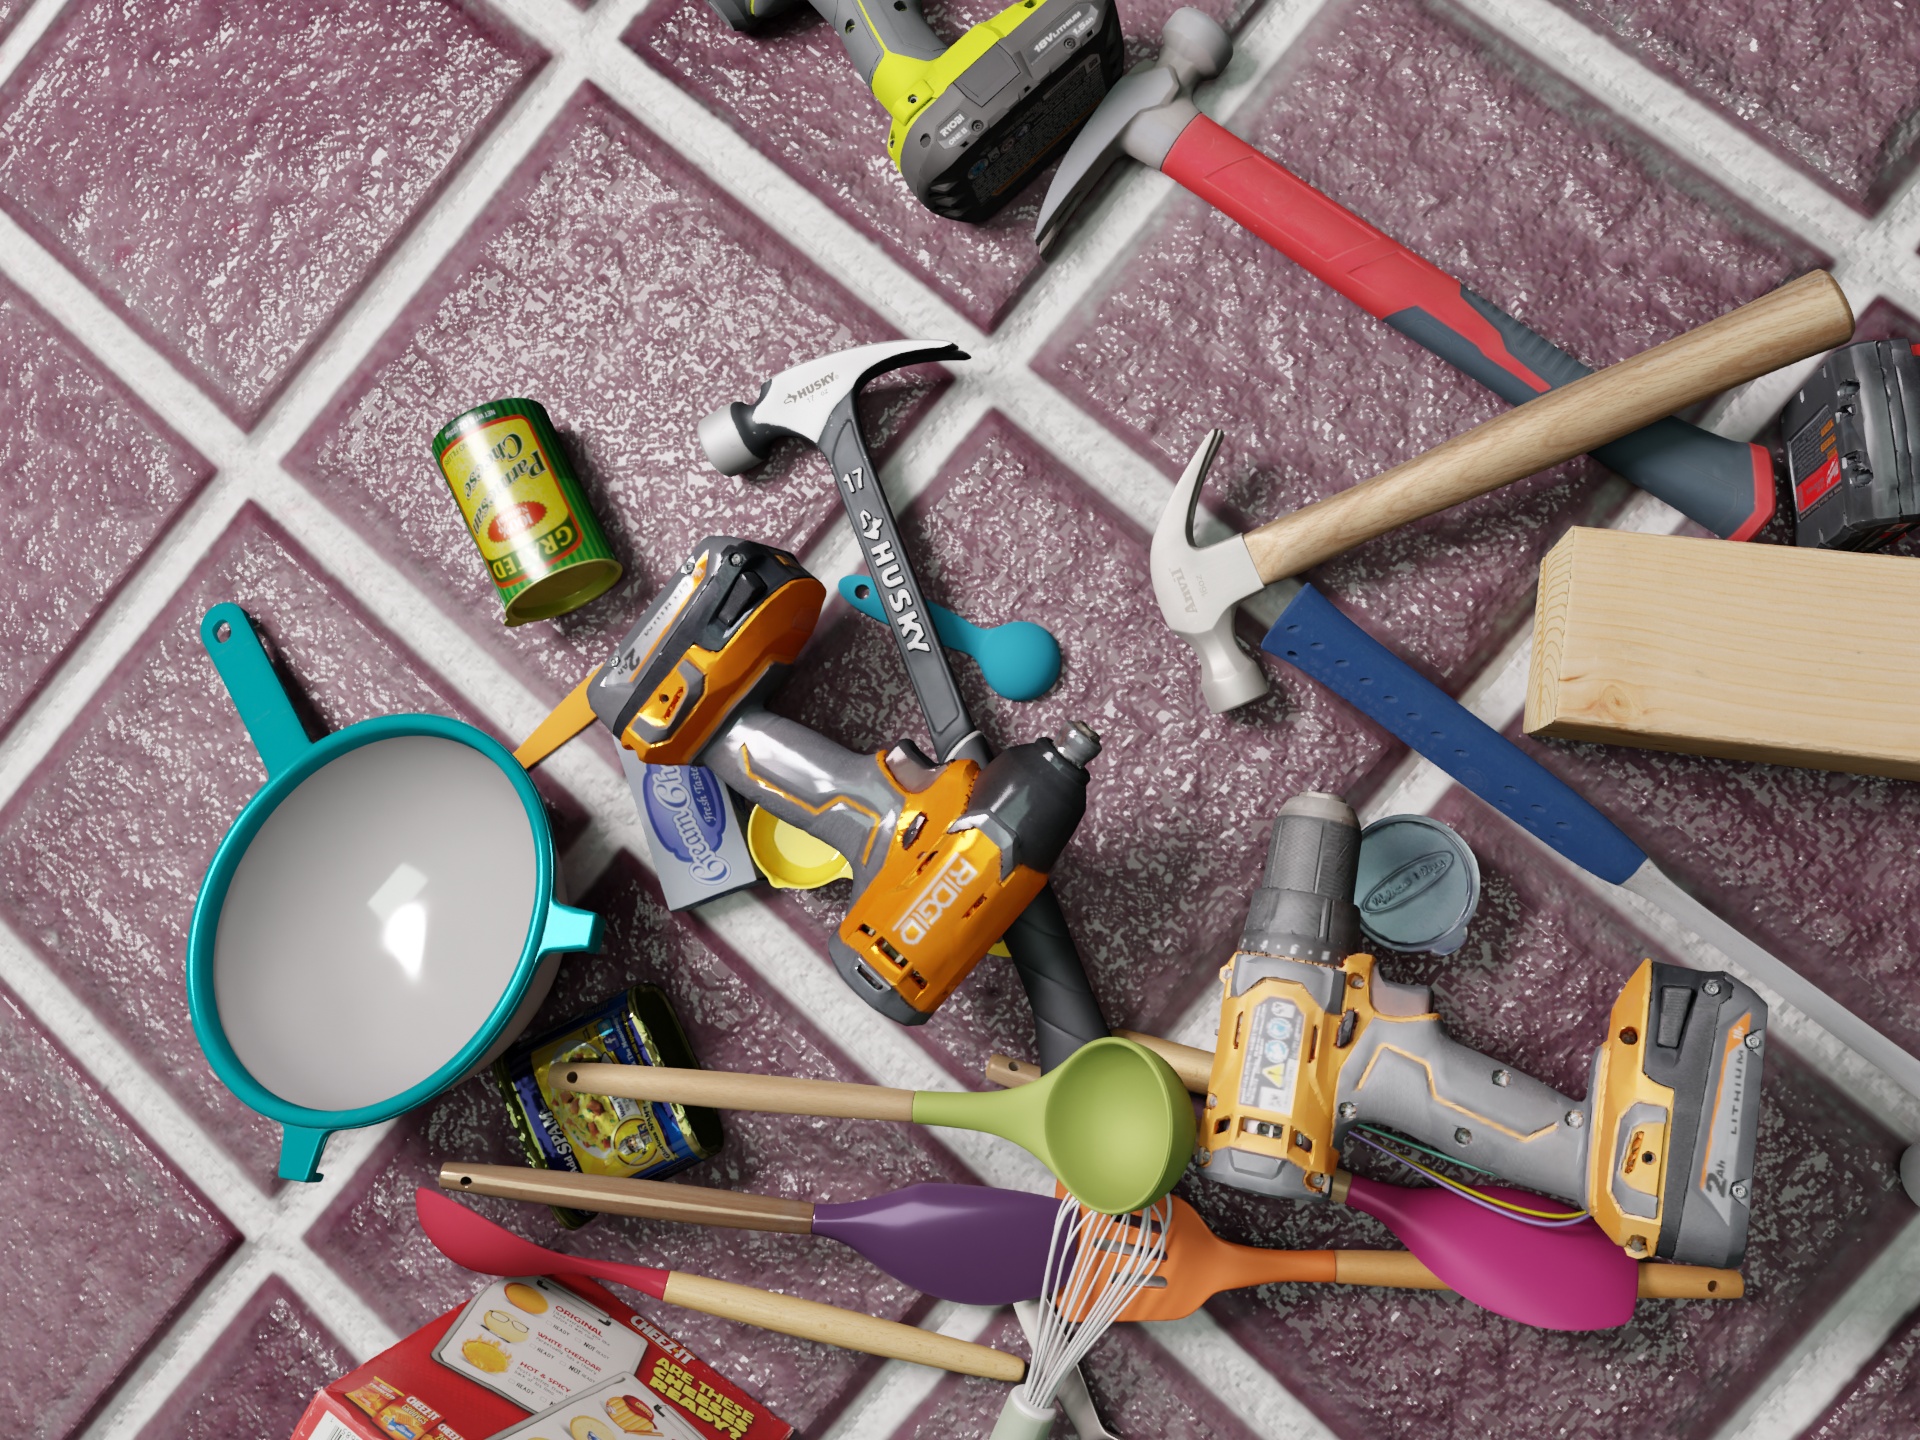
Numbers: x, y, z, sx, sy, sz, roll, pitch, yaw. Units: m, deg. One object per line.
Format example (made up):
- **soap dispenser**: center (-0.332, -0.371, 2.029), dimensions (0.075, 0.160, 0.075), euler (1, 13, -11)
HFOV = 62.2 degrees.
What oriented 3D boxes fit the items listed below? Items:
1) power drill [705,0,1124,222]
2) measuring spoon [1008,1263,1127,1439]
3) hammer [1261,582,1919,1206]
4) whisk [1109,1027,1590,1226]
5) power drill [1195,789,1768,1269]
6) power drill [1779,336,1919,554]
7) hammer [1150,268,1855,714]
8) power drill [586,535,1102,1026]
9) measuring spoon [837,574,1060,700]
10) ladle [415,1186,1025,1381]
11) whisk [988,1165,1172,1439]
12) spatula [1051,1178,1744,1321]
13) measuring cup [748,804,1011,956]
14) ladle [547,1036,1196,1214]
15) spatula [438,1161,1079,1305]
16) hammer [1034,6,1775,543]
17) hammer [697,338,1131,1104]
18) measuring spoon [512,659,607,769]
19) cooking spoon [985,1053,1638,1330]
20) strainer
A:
- **power drill**: center (-0.019, -0.397, 0.835), dimensions (0.190, 0.080, 0.229), euler (-41, 77, 5)
- **measuring spoon**: center (0.057, 0.329, 0.795), dimensions (0.034, 0.018, 0.124), euler (-33, 74, 20)
- **hammer**: center (0.309, 0.070, 0.703), dimensions (0.405, 0.144, 0.035), euler (38, 69, 11)
- **whisk**: center (0.189, 0.185, 0.767), dimensions (0.245, 0.051, 0.047), euler (12, 122, 16)
- **power drill**: center (0.226, 0.133, 0.703), dimensions (0.226, 0.084, 0.185), euler (6, 77, 23)
- **power drill**: center (0.487, -0.129, 0.667), dimensions (0.227, 0.187, 0.080), euler (-6, 84, 14)
- **hammer**: center (0.245, -0.125, 0.754), dimensions (0.331, 0.031, 0.130), euler (-24, 90, 16)
- **power drill**: center (-0.050, 0.012, 0.762), dimensions (0.226, 0.084, 0.164), euler (42, 100, 12)
- **measuring spoon**: center (-0.009, -0.049, 0.830), dimensions (0.128, 0.021, 0.042), euler (24, 90, 11)
- **ladle**: center (-0.121, 0.286, 0.791), dimensions (0.315, 0.069, 0.031), euler (15, 63, -3)
- **whisk**: center (0.039, 0.324, 0.771), dimensions (0.059, 0.058, 0.246), euler (18, 101, -23)
- **spatula**: center (0.204, 0.262, 0.768), dimensions (0.322, 0.041, 0.081), euler (1, 86, 6)
- **measuring cup**: center (-0.037, 0.082, 0.829), dimensions (0.156, 0.029, 0.062), euler (28, 86, -1)
- **ladle**: center (-0.050, 0.180, 0.750), dimensions (0.320, 0.062, 0.078), euler (2, 77, 12)
- **spatula**: center (-0.099, 0.246, 0.787), dimensions (0.316, 0.018, 0.060), euler (8, 90, -3)
- **hammer**: center (0.221, -0.196, 0.793), dimensions (0.386, 0.038, 0.143), euler (38, 94, 11)
- **hammer**: center (-0.001, -0.003, 0.804), dimensions (0.149, 0.036, 0.409), euler (-25, 81, 18)
- **measuring spoon**: center (-0.215, -0.002, 0.870), dimensions (0.117, 0.011, 0.021), euler (-41, 80, 5)
- **cooking spoon**: center (0.162, 0.218, 0.769), dimensions (0.319, 0.017, 0.069), euler (16, 46, 16)
- **strainer**: center (-0.318, 0.066, 0.854), dimensions (0.211, 0.095, 0.341), euler (-40, 61, 0)
